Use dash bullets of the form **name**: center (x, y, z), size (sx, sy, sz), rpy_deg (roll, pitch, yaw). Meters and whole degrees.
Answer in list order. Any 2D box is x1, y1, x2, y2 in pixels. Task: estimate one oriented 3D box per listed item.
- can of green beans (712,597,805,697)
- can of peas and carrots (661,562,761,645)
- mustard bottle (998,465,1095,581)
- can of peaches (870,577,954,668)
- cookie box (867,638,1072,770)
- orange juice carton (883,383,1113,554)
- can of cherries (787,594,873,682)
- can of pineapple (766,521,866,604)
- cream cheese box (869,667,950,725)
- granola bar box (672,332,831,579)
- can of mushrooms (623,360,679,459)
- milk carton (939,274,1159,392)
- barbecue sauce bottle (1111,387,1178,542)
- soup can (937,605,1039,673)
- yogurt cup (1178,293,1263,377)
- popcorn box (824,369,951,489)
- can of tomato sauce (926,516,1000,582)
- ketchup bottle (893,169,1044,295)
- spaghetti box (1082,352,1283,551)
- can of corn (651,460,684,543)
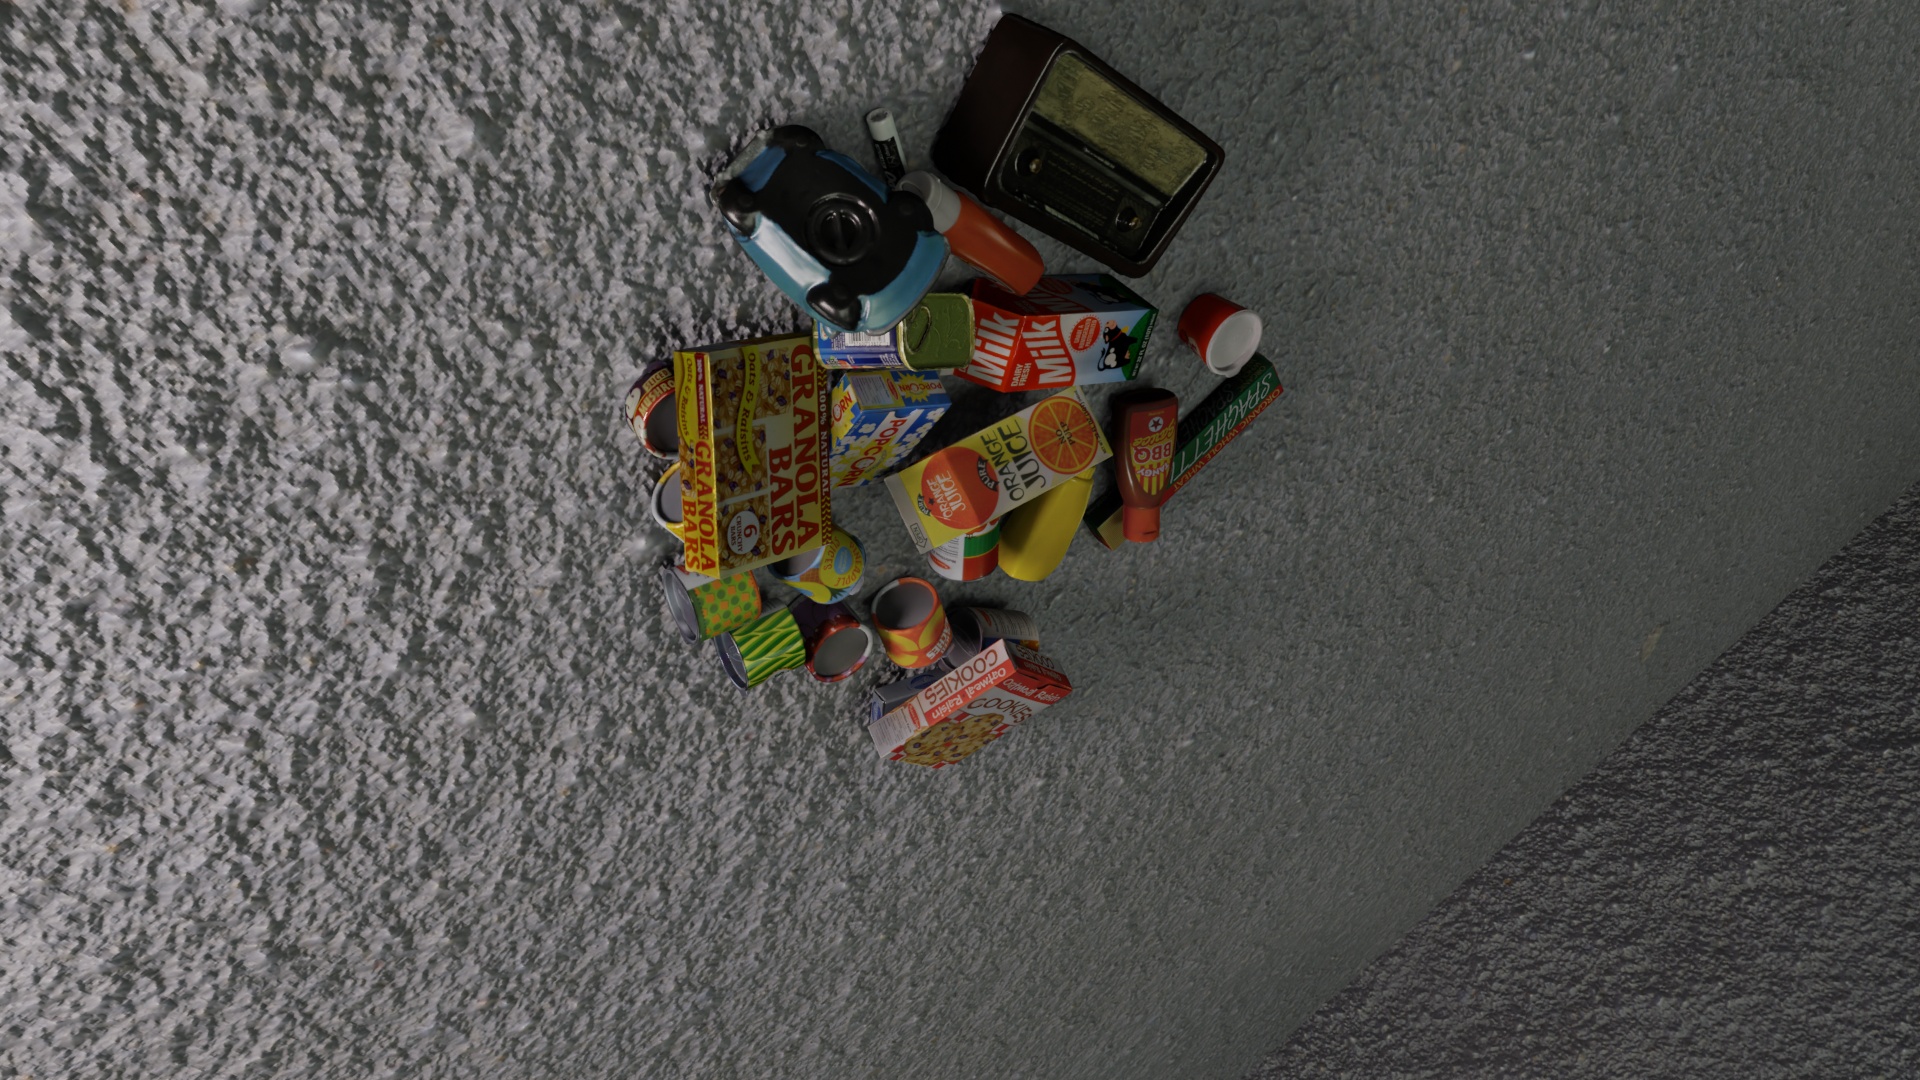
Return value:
- **can of green beans**: center (-0.174, 0.089, 1.196), size (0.058, 0.071, 0.071), rpy_deg (-23, 136, -26)
- **can of peas and carrots**: center (-0.202, 0.046, 1.133), size (0.059, 0.071, 0.070), rpy_deg (-22, 136, -26)
- **mustard bottle**: center (0.091, -0.037, 1.331), size (0.065, 0.049, 0.159), rpy_deg (8, 117, -44)
- **can of peaches**: center (-0.044, 0.077, 1.296), size (0.071, 0.071, 0.057), rpy_deg (-33, 138, -14)
- **cookie box**: center (0.012, 0.165, 1.363), size (0.167, 0.040, 0.123), rpy_deg (-34, 151, 18)
- **orange juice carton**: center (0.027, -0.060, 1.180), size (0.193, 0.073, 0.071), rpy_deg (-28, 94, -28)
- **can of cherries**: center (-0.122, 0.086, 1.245), size (0.072, 0.058, 0.071), rpy_deg (-24, 136, -25)
- **can of pineapple**: center (-0.121, 0.014, 1.174), size (0.071, 0.071, 0.057), rpy_deg (-48, 141, 4)
- **cream cheese box**: center (-0.041, 0.162, 1.408), size (0.104, 0.024, 0.053), rpy_deg (-16, 132, -31)
- **granola bar box**: center (-0.152, -0.066, 1.034), size (0.125, 0.039, 0.165), rpy_deg (-20, 114, -51)
- **can of mushrooms**: center (-0.212, -0.097, 1.027), size (0.071, 0.033, 0.070), rpy_deg (-23, 137, -24)
- **milk carton**: center (0.067, -0.176, 1.170), size (0.191, 0.073, 0.072), rpy_deg (-10, 130, -35)
- **barbecue sauce bottle**: center (0.178, -0.072, 1.354), size (0.065, 0.044, 0.147), rpy_deg (-12, 117, -22)
- **soup can**: center (0.026, 0.102, 1.382), size (0.084, 0.071, 0.071), rpy_deg (7, 118, -45)
- **yogurt cup**: center (0.244, -0.199, 1.319), size (0.072, 0.054, 0.072), rpy_deg (-23, 136, -24)
- **popcorn box**: center (-0.076, -0.087, 1.110), size (0.085, 0.038, 0.126), rpy_deg (-8, 157, -36)
- **can of tomato sauce**: center (0.005, -0.016, 1.261), size (0.071, 0.071, 0.082), rpy_deg (-21, 135, -26)
- **ketchup bottle**: center (0.005, -0.236, 1.058), size (0.043, 0.065, 0.149), rpy_deg (-52, 147, 12)
- **spaghetti box**: center (0.229, -0.091, 1.420), size (0.250, 0.029, 0.050), rpy_deg (-43, 141, -2)
- **can of corn**: center (-0.194, -0.027, 1.076), size (0.071, 0.071, 0.058), rpy_deg (-44, 141, -1)
